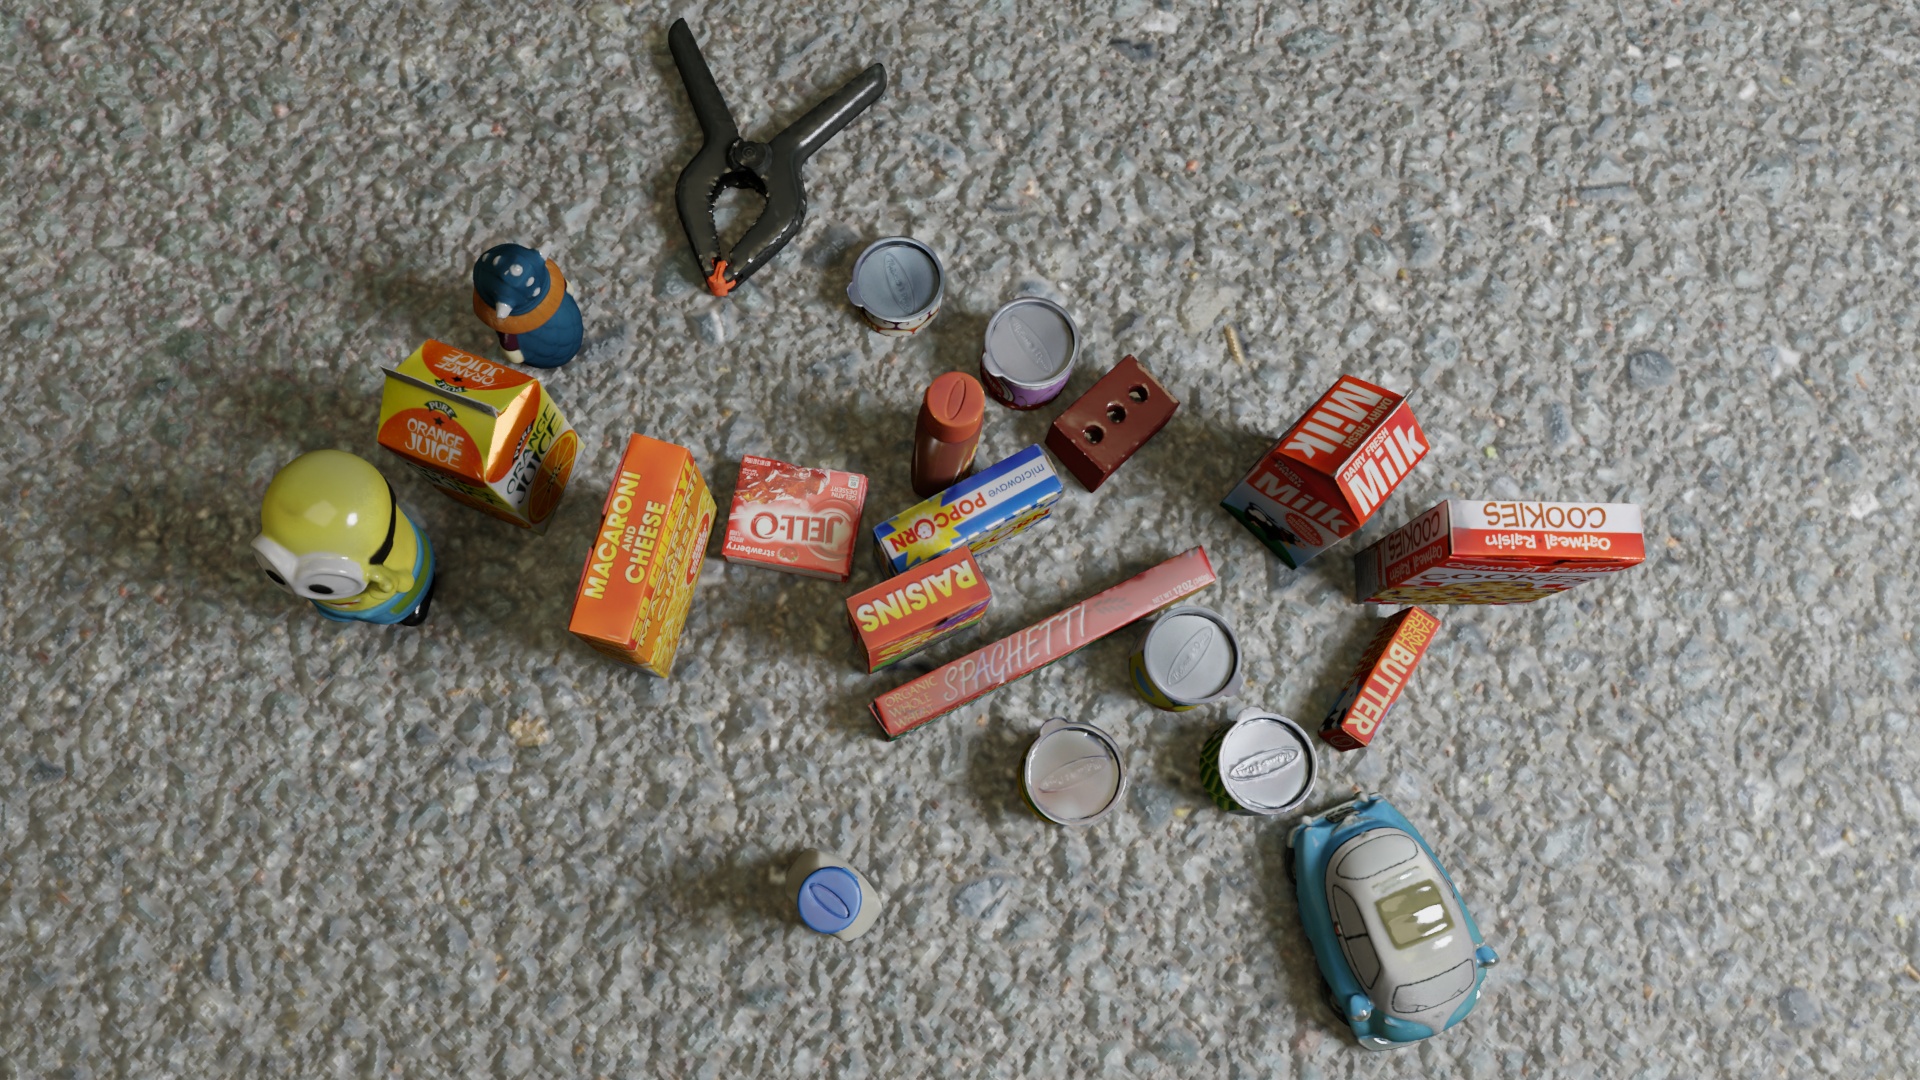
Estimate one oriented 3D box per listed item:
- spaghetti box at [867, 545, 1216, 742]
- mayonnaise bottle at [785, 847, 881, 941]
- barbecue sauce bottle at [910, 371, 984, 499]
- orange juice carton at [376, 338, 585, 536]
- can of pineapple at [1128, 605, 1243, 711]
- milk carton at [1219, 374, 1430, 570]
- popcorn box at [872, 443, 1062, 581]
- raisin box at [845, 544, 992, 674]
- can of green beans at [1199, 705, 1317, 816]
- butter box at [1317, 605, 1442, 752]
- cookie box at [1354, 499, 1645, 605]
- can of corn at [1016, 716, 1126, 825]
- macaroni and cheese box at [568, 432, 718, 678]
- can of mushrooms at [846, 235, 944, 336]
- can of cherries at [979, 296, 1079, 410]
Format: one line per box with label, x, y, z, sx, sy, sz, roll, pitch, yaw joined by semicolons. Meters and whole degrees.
spaghetti box;0.055;0.070;0.942;0.250;0.050;0.029;-25;80;-9
mayonnaise bottle;-0.079;0.217;0.849;0.065;0.147;0.041;38;78;5
barbecue sauce bottle;-0.008;-0.071;0.920;0.044;0.148;0.065;17;77;0
orange juice carton;-0.302;-0.067;0.877;0.072;0.192;0.073;21;77;1
can of pineapple;0.152;0.083;0.942;0.071;0.057;0.071;1;77;-4
milk carton;0.239;-0.045;0.909;0.073;0.190;0.072;43;79;6
popcorn box;0.003;-0.012;0.939;0.127;0.085;0.038;-28;81;-9
raisin box;-0.029;0.048;0.904;0.086;0.123;0.040;-24;80;-8
can of green beans;0.198;0.151;0.929;0.071;0.057;0.071;1;77;-4
butter box;0.286;0.094;0.950;0.024;0.053;0.104;34;77;4
cookie box;0.348;0.012;0.915;0.123;0.167;0.040;1;78;-4
can of corn;0.071;0.153;0.920;0.071;0.058;0.071;1;77;-4
macaroni and cheese box;-0.197;0.015;0.878;0.040;0.166;0.124;15;77;0
can of mushrooms;-0.047;-0.182;1.001;0.071;0.033;0.071;1;77;-4
can of cherries;0.045;-0.130;0.983;0.071;0.058;0.071;1;77;-4
